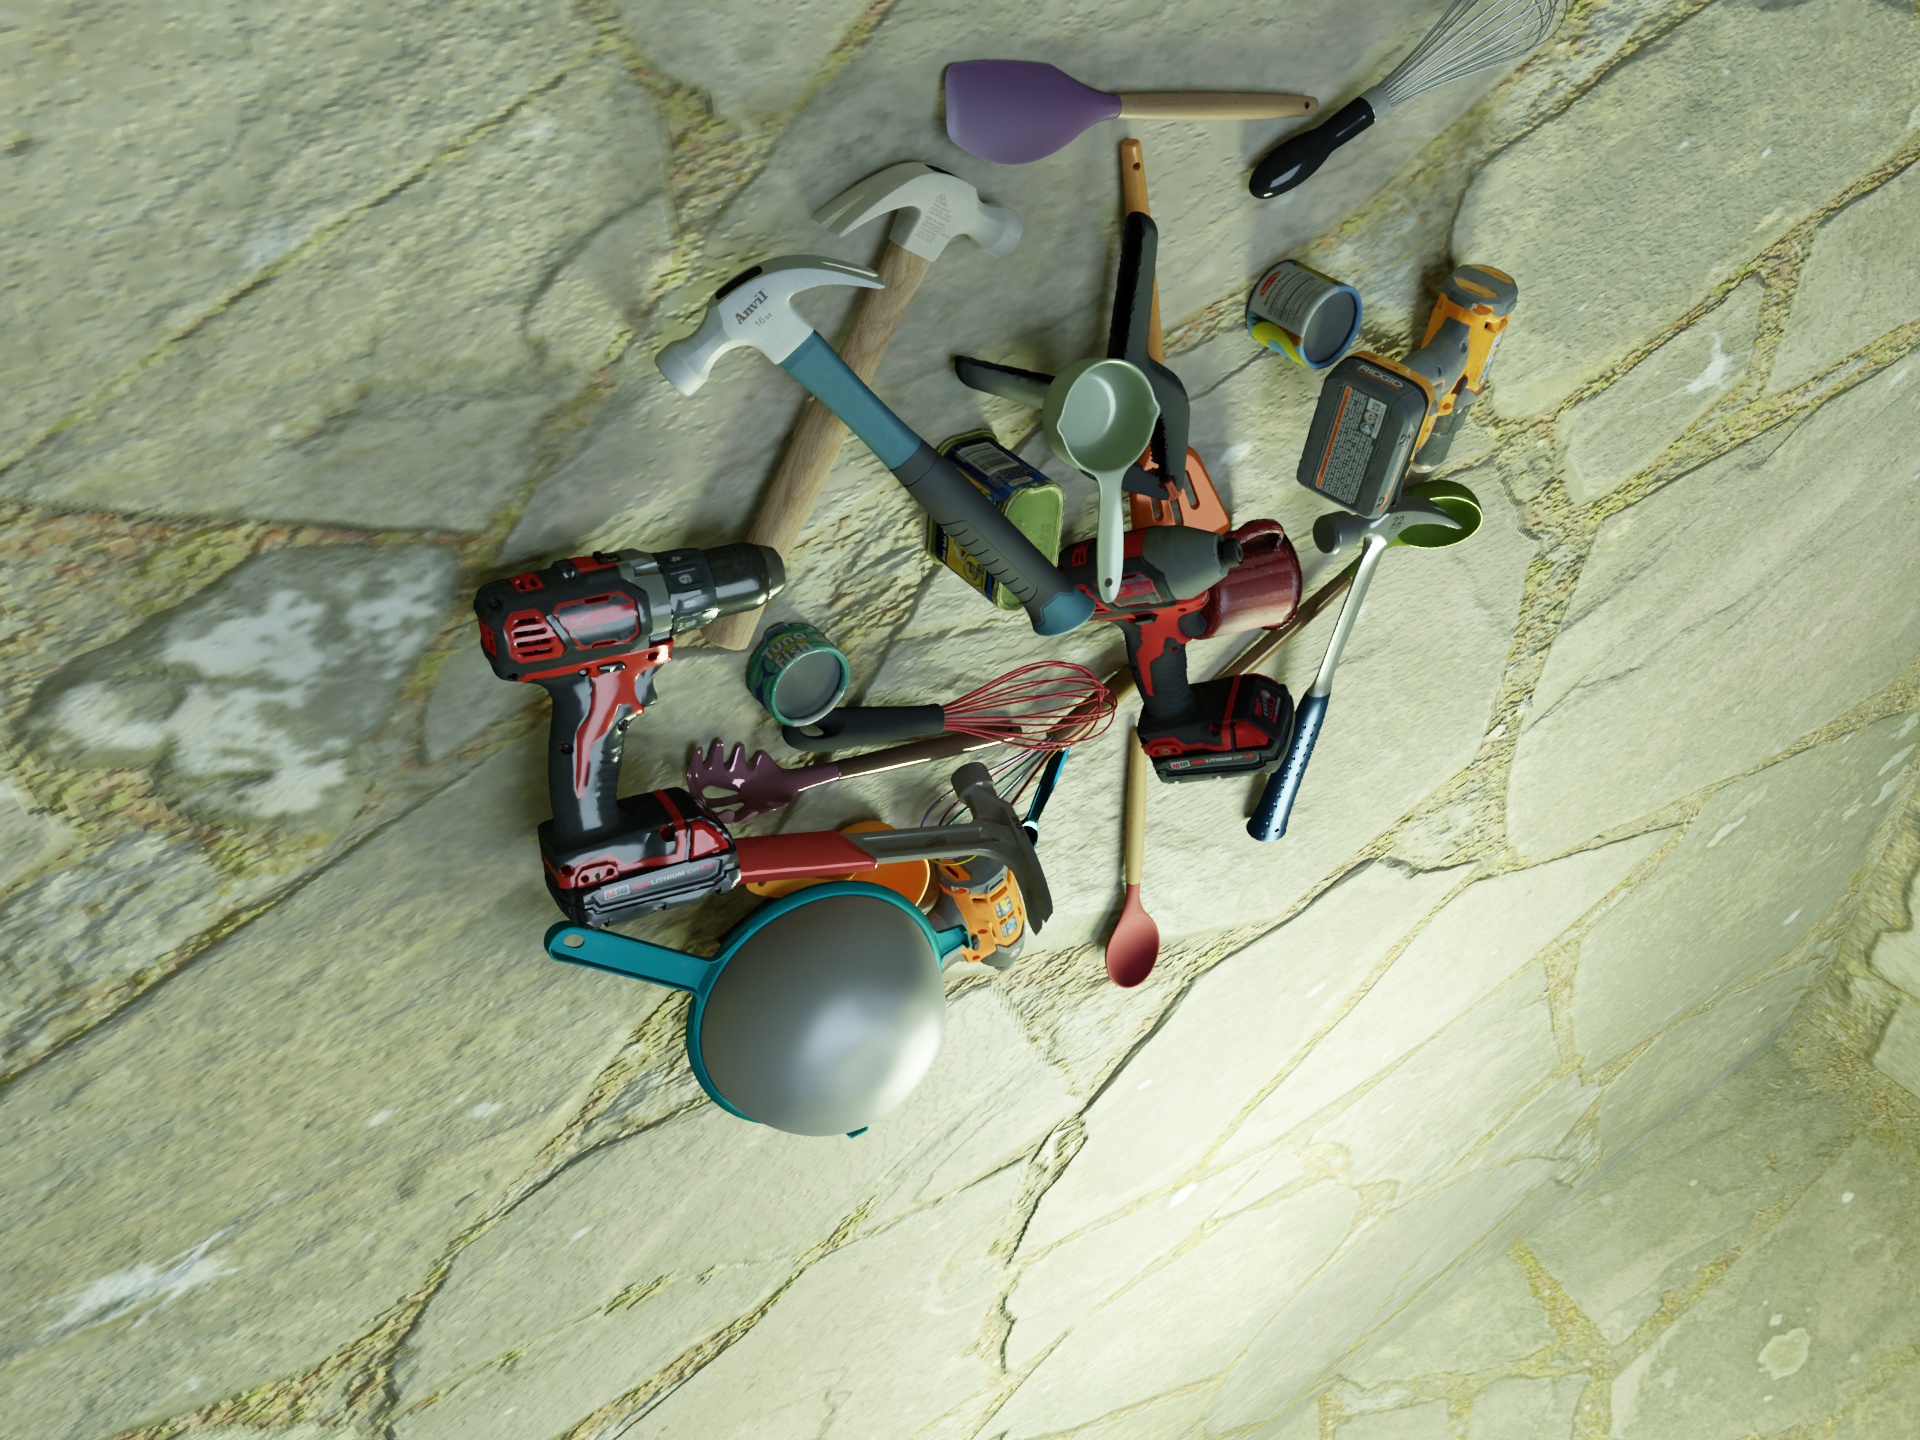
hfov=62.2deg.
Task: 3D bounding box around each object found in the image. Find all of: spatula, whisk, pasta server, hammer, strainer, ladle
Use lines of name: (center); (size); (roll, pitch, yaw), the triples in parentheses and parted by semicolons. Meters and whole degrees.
spatula: (0.119, -0.394, 1.027); (0.316, 0.018, 0.059); (-15, 112, -33)
whisk: (-0.002, -0.004, 1.211); (0.295, 0.073, 0.073); (-6, 125, -32)
pasta server: (-0.070, 0.029, 1.190); (0.316, 0.060, 0.040); (-11, 153, -39)
hammer: (-0.084, -0.192, 1.003); (0.130, 0.031, 0.331); (11, 114, -46)
spatula: (0.142, -0.258, 1.142); (0.081, 0.041, 0.322); (-19, 133, -6)
whisk: (0.063, 0.034, 1.309); (0.245, 0.047, 0.051); (-40, 150, -15)
strainer: (-0.135, 0.211, 1.138); (0.340, 0.095, 0.211); (24, 99, -38)
ladle: (0.162, 0.131, 1.487); (0.069, 0.031, 0.315); (-26, 134, -27)
hammer: (-0.108, 0.105, 1.147); (0.359, 0.149, 0.036); (-3, 141, -30)
hammer: (0.335, -0.036, 1.450); (0.144, 0.035, 0.405); (-16, 140, -24)
hammer: (-0.027, -0.157, 0.990); (0.128, 0.033, 0.330); (-41, 125, 11)
ladle: (0.336, -0.105, 1.428); (0.320, 0.062, 0.078); (-40, 144, -5)
whisk: (0.318, -0.457, 1.132); (0.284, 0.070, 0.070); (-36, 139, -6)

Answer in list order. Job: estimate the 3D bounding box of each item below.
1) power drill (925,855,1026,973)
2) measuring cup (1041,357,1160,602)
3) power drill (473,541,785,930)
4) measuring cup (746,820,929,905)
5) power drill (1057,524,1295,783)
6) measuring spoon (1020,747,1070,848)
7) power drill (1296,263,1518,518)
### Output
power drill: (-0.038, 0.211, 1.334); (0.226, 0.084, 0.164); (-38, 140, -18)
measuring cup: (0.092, -0.163, 1.081); (0.083, 0.038, 0.167); (-15, 116, -26)
power drill: (-0.191, 0.000, 0.995); (0.188, 0.080, 0.226); (-15, 116, -23)
measuring cup: (-0.104, 0.116, 1.220); (0.173, 0.052, 0.095); (10, 114, -43)
power drill: (0.175, -0.056, 1.227); (0.219, 0.143, 0.079); (59, 37, -33)
measuring spoon: (0.062, 0.064, 1.356); (0.042, 0.021, 0.128); (14, 103, -50)
power drill: (0.362, -0.248, 1.290); (0.226, 0.084, 0.185); (-41, 152, -36)
